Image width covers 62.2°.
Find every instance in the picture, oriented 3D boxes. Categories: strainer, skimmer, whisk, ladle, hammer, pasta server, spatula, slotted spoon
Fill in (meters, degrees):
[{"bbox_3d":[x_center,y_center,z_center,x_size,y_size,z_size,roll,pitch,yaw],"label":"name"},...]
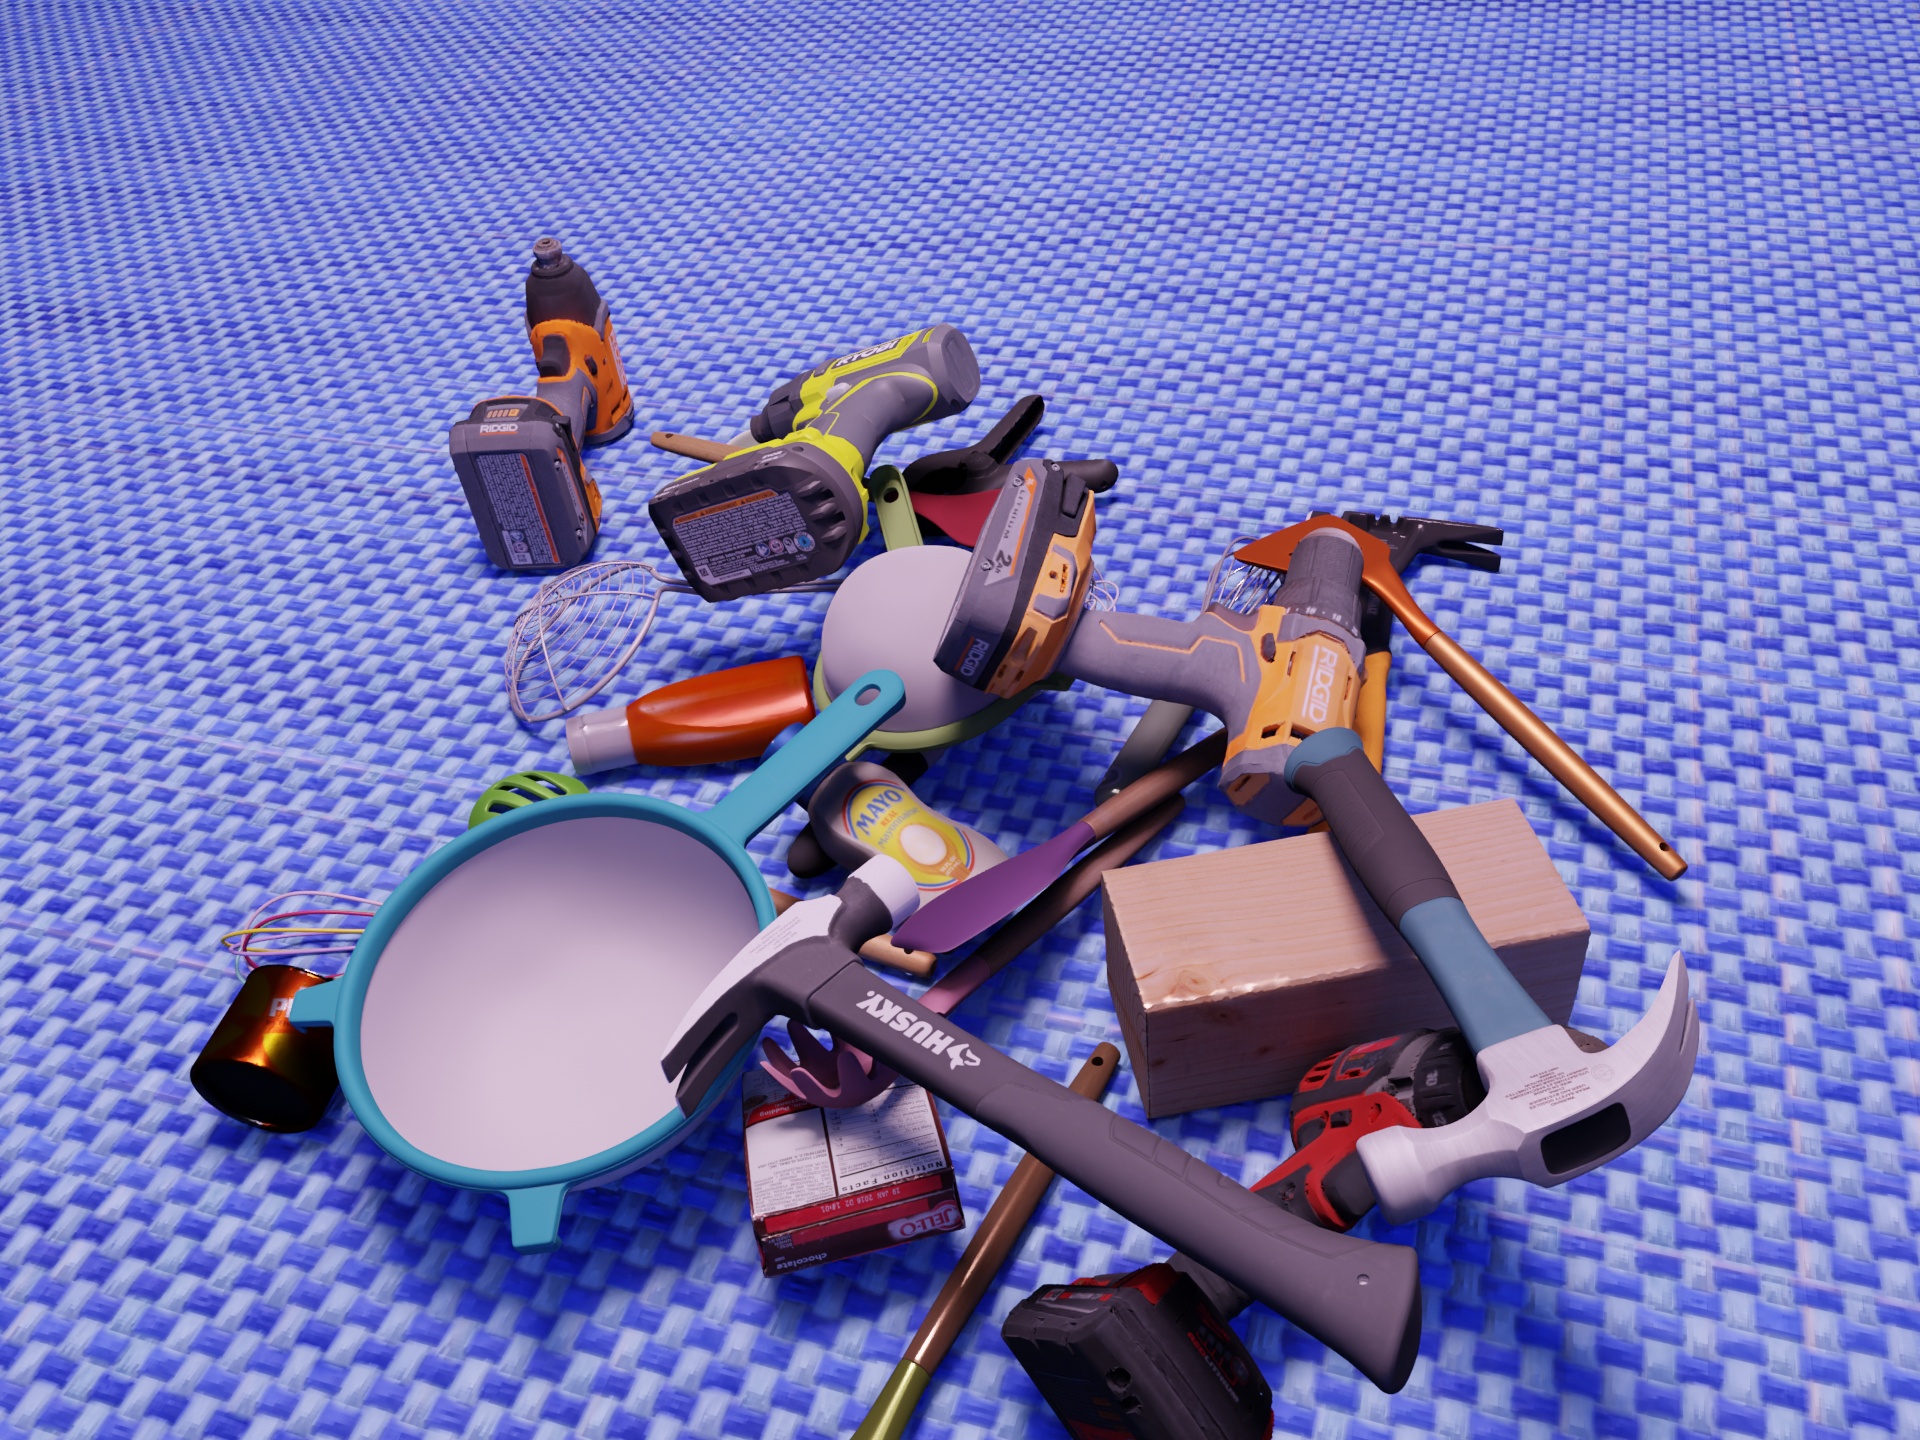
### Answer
[{"bbox_3d":[-0.033,-0.094,0.960,0.151,0.069,0.257,-19,45,4],"label":"strainer"},{"bbox_3d":[-0.115,-0.063,1.046,0.363,0.090,0.127,-4,37,-12],"label":"skimmer"},{"bbox_3d":[-0.002,-0.004,0.947,0.070,0.070,0.284,28,57,32],"label":"whisk"},{"bbox_3d":[-0.079,-0.164,1.107,0.315,0.031,0.069,16,47,18],"label":"ladle"},{"bbox_3d":[-0.142,0.105,0.802,0.211,0.095,0.340,31,60,29],"label":"strainer"},{"bbox_3d":[0.024,0.151,0.601,0.146,0.035,0.335,-36,38,-30],"label":"hammer"},{"bbox_3d":[-0.277,0.116,0.861,0.245,0.047,0.051,-3,41,-1],"label":"whisk"},{"bbox_3d":[0.246,-0.015,0.942,0.127,0.034,0.337,7,44,17],"label":"hammer"},{"bbox_3d":[0.024,0.103,0.798,0.060,0.040,0.316,-2,23,43],"label":"pasta server"},{"bbox_3d":[0.285,-0.024,0.908,0.081,0.041,0.323,-24,56,-22],"label":"spatula"},{"bbox_3d":[-0.006,0.246,0.673,0.078,0.062,0.320,18,45,25],"label":"ladle"},{"bbox_3d":[-0.152,0.085,0.891,0.314,0.031,0.070,18,45,23],"label":"slotted spoon"},{"bbox_3d":[0.188,0.076,0.652,0.128,0.033,0.331,-20,20,6],"label":"hammer"},{"bbox_3d":[0.082,0.050,0.857,0.316,0.018,0.060,-28,19,-39],"label":"spatula"},{"bbox_3d":[0.143,-0.029,0.967,0.058,0.059,0.246,-17,29,50],"label":"whisk"}]

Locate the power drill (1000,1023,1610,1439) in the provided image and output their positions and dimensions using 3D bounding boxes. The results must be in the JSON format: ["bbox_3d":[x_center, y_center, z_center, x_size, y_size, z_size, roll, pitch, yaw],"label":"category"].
[{"bbox_3d":[0.141,0.197,0.620,0.227,0.188,0.080,-34,84,-24],"label":"power drill"}]

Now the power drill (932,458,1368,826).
[{"bbox_3d":[0.117,-0.061,0.870,0.226,0.084,0.185,23,59,-5],"label":"power drill"}]

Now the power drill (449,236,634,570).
[{"bbox_3d":[-0.301,-0.235,1.162,0.084,0.164,0.227,-2,44,5],"label":"power drill"}]

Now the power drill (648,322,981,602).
[{"bbox_3d":[-0.098,-0.170,1.021,0.171,0.080,0.223,-11,30,30],"label":"power drill"}]

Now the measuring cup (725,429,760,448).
[{"bbox_3d":[-0.147,-0.148,1.140,0.083,0.038,0.168,7,49,12],"label":"measuring cup"}]
